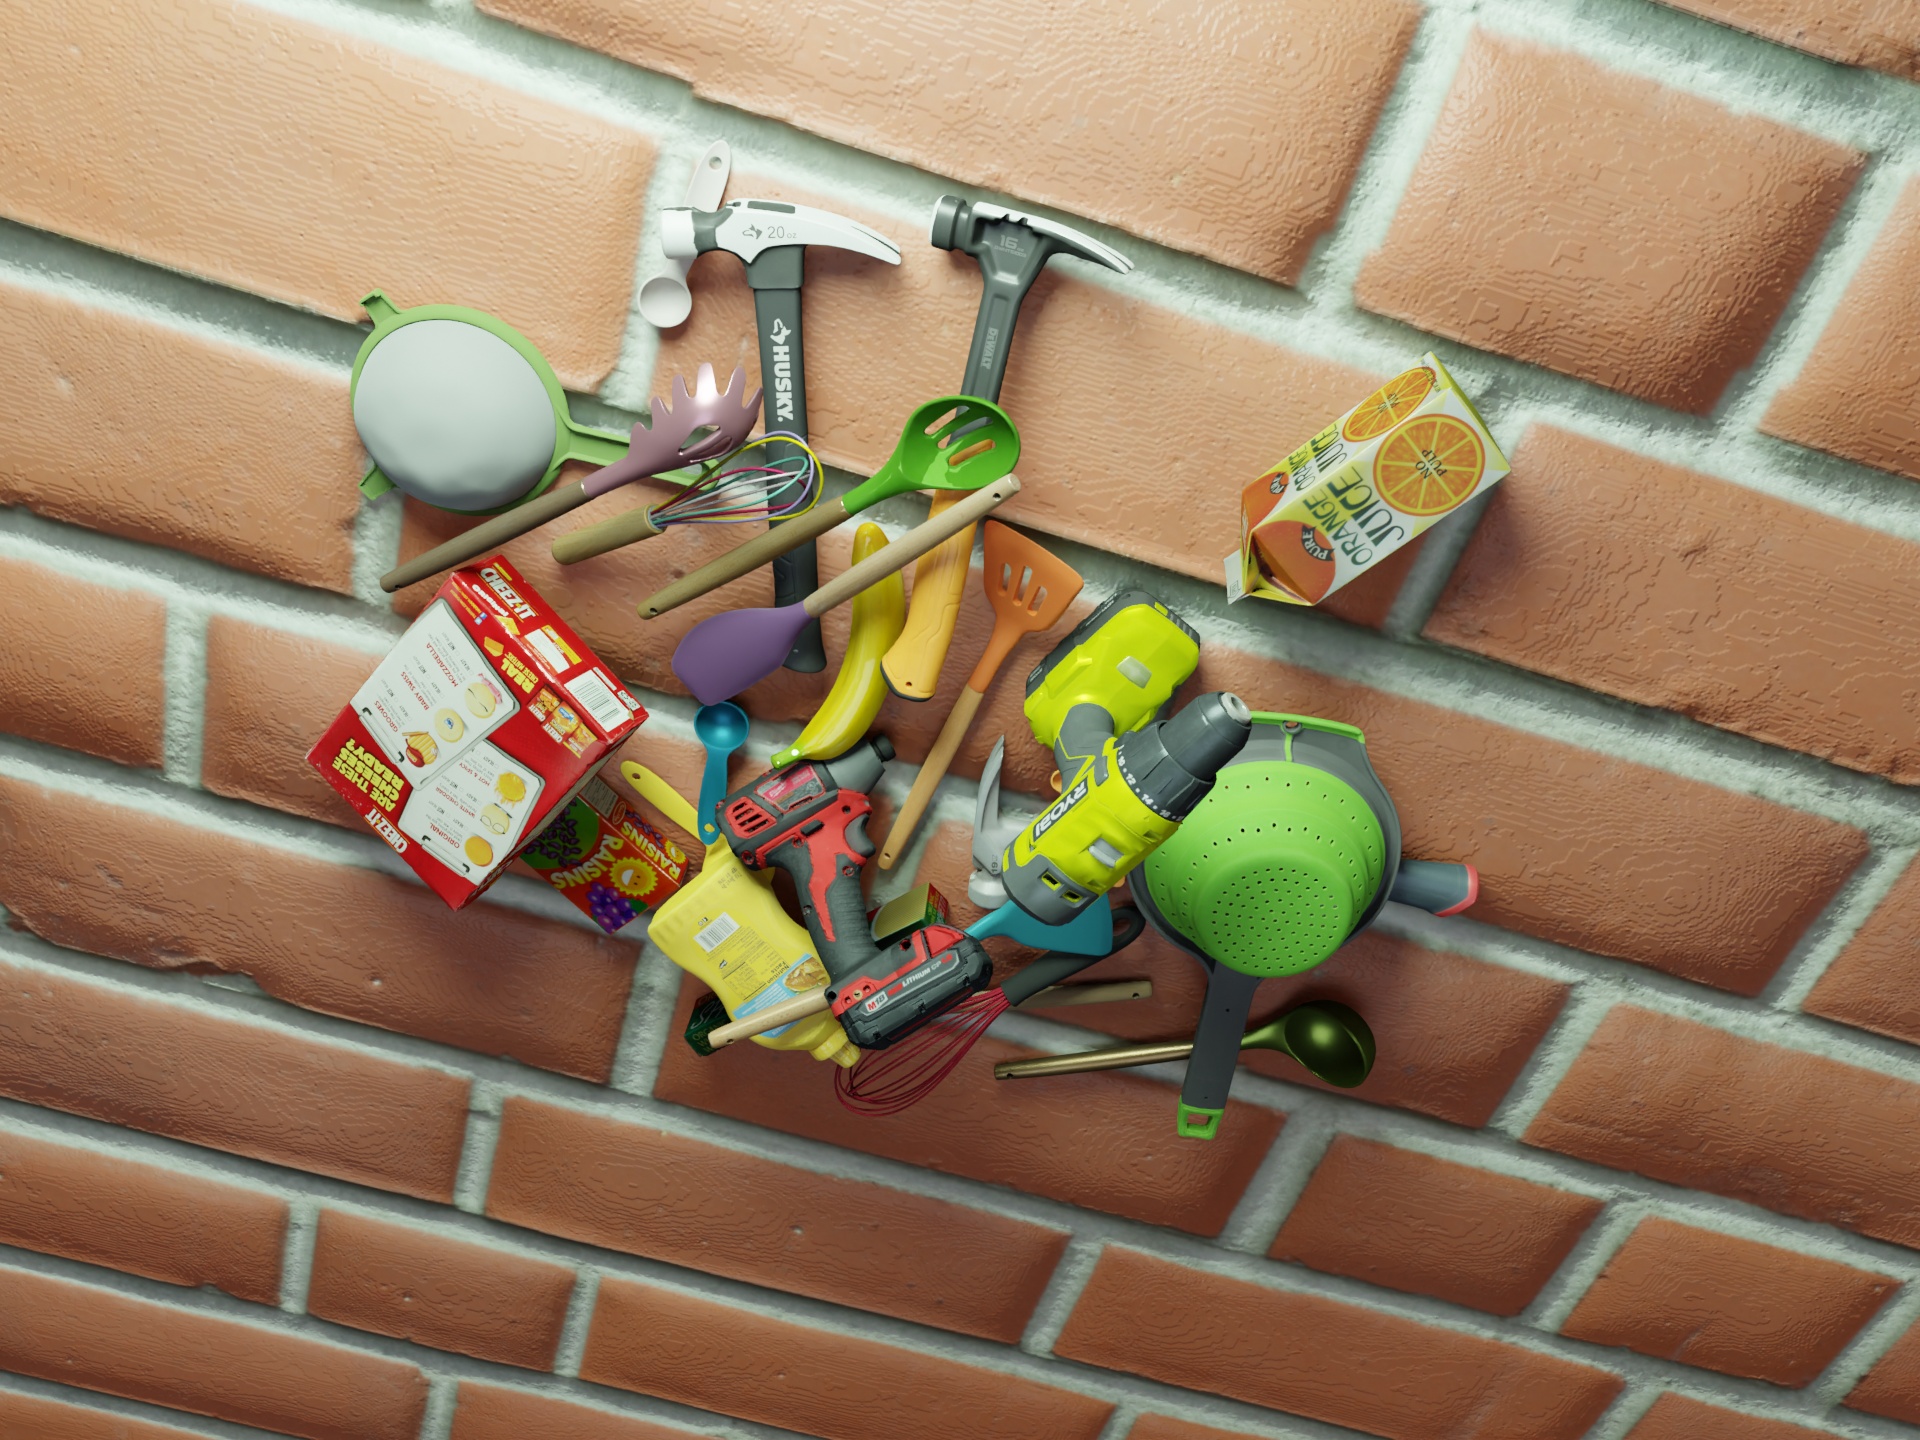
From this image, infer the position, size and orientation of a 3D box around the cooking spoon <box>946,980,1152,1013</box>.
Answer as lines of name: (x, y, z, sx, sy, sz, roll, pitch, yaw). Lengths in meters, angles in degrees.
cooking spoon: (0.001, 0.237, 1.330, 0.319, 0.017, 0.068, -5, 112, 8)

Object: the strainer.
strainer: (-0.291, -0.182, 1.061, 0.256, 0.069, 0.151, 13, 122, -2)

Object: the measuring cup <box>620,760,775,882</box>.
measuring cup: (-0.210, 0.090, 1.247, 0.062, 0.029, 0.156, -35, 115, 23)

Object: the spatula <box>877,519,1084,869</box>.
spatula: (-0.002, -0.004, 1.168, 0.081, 0.041, 0.322, 34, 123, 11)

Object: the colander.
colander: (0.214, 0.188, 1.190, 0.204, 0.095, 0.396, 7, 119, 0)

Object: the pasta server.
pasta server: (-0.265, -0.150, 1.051, 0.316, 0.040, 0.060, -20, 146, 23)

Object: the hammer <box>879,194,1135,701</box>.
hammer: (0.010, -0.161, 1.045, 0.127, 0.034, 0.336, 18, 117, 7)

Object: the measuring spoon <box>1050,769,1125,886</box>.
measuring spoon: (0.097, 0.080, 1.189, 0.021, 0.011, 0.116, -20, 119, 16)

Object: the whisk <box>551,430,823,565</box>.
whisk: (-0.187, -0.136, 1.061, 0.245, 0.051, 0.047, -12, 138, 35)

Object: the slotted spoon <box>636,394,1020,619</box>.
slotted spoon: (-0.096, -0.133, 1.051, 0.314, 0.031, 0.070, -24, 123, 26)

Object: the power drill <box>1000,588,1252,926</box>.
power drill: (0.110, 0.009, 1.055, 0.080, 0.229, 0.190, 36, 118, -17)

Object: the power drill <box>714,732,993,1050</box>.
power drill: (-0.072, 0.119, 1.170, 0.143, 0.078, 0.220, -31, 74, -4)

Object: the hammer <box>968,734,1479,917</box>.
hammer: (0.203, 0.095, 1.216, 0.386, 0.038, 0.143, 5, 120, 1)

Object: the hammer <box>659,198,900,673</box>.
hammer: (-0.110, -0.178, 1.067, 0.146, 0.035, 0.334, -1, 124, -2)

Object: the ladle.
ladle: (0.182, 0.283, 1.324, 0.320, 0.062, 0.078, -10, 115, 13)

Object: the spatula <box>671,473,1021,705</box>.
spatula: (-0.085, -0.089, 1.079, 0.316, 0.018, 0.059, -27, 112, 32)

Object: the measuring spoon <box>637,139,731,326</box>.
measuring spoon: (-0.172, -0.309, 1.009, 0.034, 0.018, 0.124, 17, 115, -22)

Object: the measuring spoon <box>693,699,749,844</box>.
measuring spoon: (-0.185, 0.037, 1.214, 0.042, 0.021, 0.128, 11, 118, -1)

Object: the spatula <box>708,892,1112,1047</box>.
spatula: (-0.037, 0.194, 1.212, 0.317, 0.044, 0.082, -20, 134, -11)

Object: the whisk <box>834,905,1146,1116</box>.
whisk: (0.023, 0.232, 1.288, 0.296, 0.073, 0.073, -33, 115, 8)
